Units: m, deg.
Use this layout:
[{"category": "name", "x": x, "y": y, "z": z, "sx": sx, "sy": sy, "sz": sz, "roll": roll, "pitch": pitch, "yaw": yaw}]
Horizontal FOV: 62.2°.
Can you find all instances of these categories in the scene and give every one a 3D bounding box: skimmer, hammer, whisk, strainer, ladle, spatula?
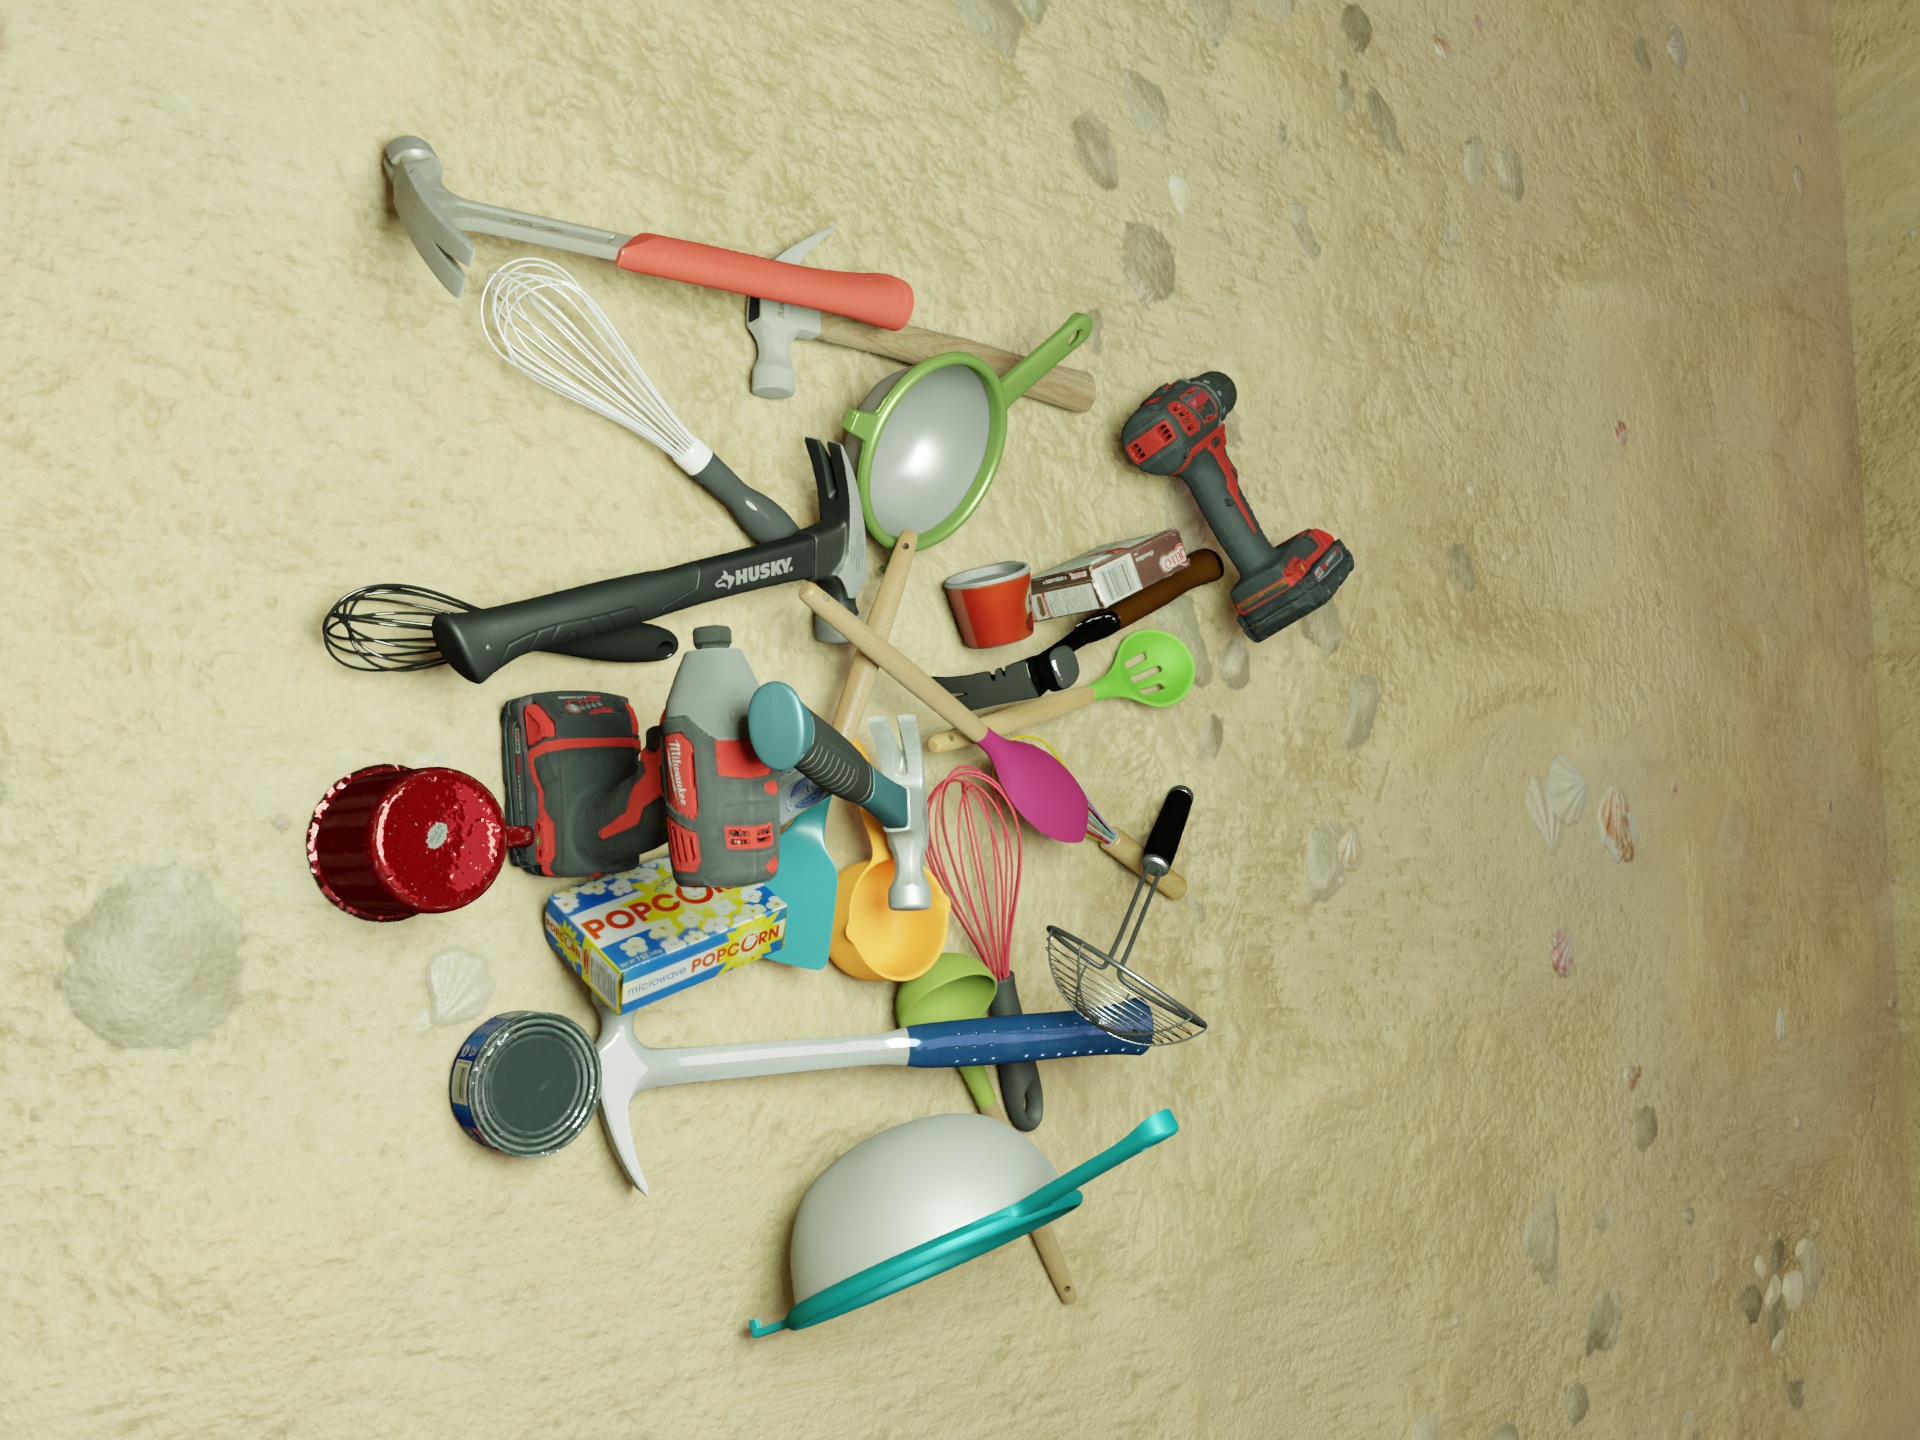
[{"category": "skimmer", "x": 0.151, "y": 0.122, "z": 1.204, "sx": 0.127, "sy": 0.090, "sz": 0.363, "roll": 32, "pitch": 32, "yaw": 2}, {"category": "hammer", "x": -0.177, "y": -0.292, "z": 1.024, "sx": 0.359, "sy": 0.036, "sz": 0.149, "roll": 1, "pitch": 41, "yaw": -39}, {"category": "whisk", "x": -0.274, "y": -0.051, "z": 0.975, "sx": 0.238, "sy": 0.055, "sz": 0.055, "roll": 2, "pitch": 84, "yaw": -45}, {"category": "hammer", "x": 0.116, "y": -0.080, "z": 1.290, "sx": 0.337, "sy": 0.127, "sz": 0.034, "roll": -31, "pitch": 104, "yaw": -48}, {"category": "hammer", "x": -0.182, "y": -0.089, "z": 1.007, "sx": 0.334, "sy": 0.035, "sz": 0.146, "roll": -21, "pitch": 121, "yaw": -46}, {"category": "strainer", "x": -0.004, "y": -0.237, "z": 1.182, "sx": 0.256, "sy": 0.069, "sz": 0.151, "roll": -44, "pitch": 144, "yaw": -25}, {"category": "whisk", "x": 0.111, "y": 0.083, "z": 1.291, "sx": 0.244, "sy": 0.051, "sz": 0.047, "roll": 37, "pitch": 57, "yaw": -35}, {"category": "hammer", "x": -0.020, "y": -0.287, "z": 1.225, "sx": 0.331, "sy": 0.031, "sz": 0.130, "roll": 4, "pitch": 83, "yaw": -41}, {"category": "hammer", "x": -0.048, "y": 0.229, "z": 1.081, "sx": 0.405, "sy": 0.035, "sz": 0.144, "roll": 1, "pitch": 87, "yaw": -26}, {"category": "hammer", "x": -0.064, "y": 0.036, "z": 0.961, "sx": 0.330, "sy": 0.033, "sz": 0.128, "roll": 50, "pitch": 37, "yaw": -74}, {"category": "ladle", "x": 0.032, "y": 0.313, "z": 1.190, "sx": 0.078, "sy": 0.062, "sz": 0.320, "roll": -24, "pitch": 106, "yaw": -9}, {"category": "spatula", "x": -0.084, "y": 0.010, "z": 1.103, "sx": 0.082, "sy": 0.044, "sz": 0.318, "roll": 18, "pitch": 71, "yaw": 0}, {"category": "whisk", "x": 0.025, "y": 0.175, "z": 1.199, "sx": 0.073, "sy": 0.073, "sz": 0.295, "roll": -22, "pitch": 106, "yaw": -40}, {"category": "whisk", "x": -0.200, "y": -0.196, "z": 1.050, "sx": 0.284, "sy": 0.070, "sz": 0.070, "roll": 42, "pitch": 60, "yaw": -35}, {"category": "strainer", "x": 0.006, "y": 0.288, "z": 1.024, "sx": 0.211, "sy": 0.340, "sz": 0.095, "roll": -3, "pitch": 61, "yaw": -45}]

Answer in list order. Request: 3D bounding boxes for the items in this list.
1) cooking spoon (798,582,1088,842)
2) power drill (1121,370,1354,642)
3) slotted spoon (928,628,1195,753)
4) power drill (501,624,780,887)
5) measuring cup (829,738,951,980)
[{"category": "cooking spoon", "x": -0.002, "y": -0.004, "z": 1.138, "sx": 0.318, "sy": 0.017, "sz": 0.069, "roll": 39, "pitch": 47, "yaw": -35}, {"category": "power drill", "x": 0.242, "y": -0.199, "z": 1.378, "sx": 0.226, "sy": 0.080, "sz": 0.188, "roll": 54, "pitch": 36, "yaw": -5}, {"category": "slotted spoon", "x": 0.084, "y": -0.017, "z": 1.269, "sx": 0.313, "sy": 0.031, "sz": 0.070, "roll": -18, "pitch": 78, "yaw": -45}, {"category": "power drill", "x": -0.183, "y": 0.025, "z": 0.925, "sx": 0.078, "sy": 0.220, "sz": 0.143, "roll": -2, "pitch": 87, "yaw": -41}, {"category": "measuring cup", "x": -0.068, "y": 0.101, "z": 1.131, "sx": 0.095, "sy": 0.052, "sz": 0.173, "roll": -12, "pitch": 86, "yaw": -41}]
